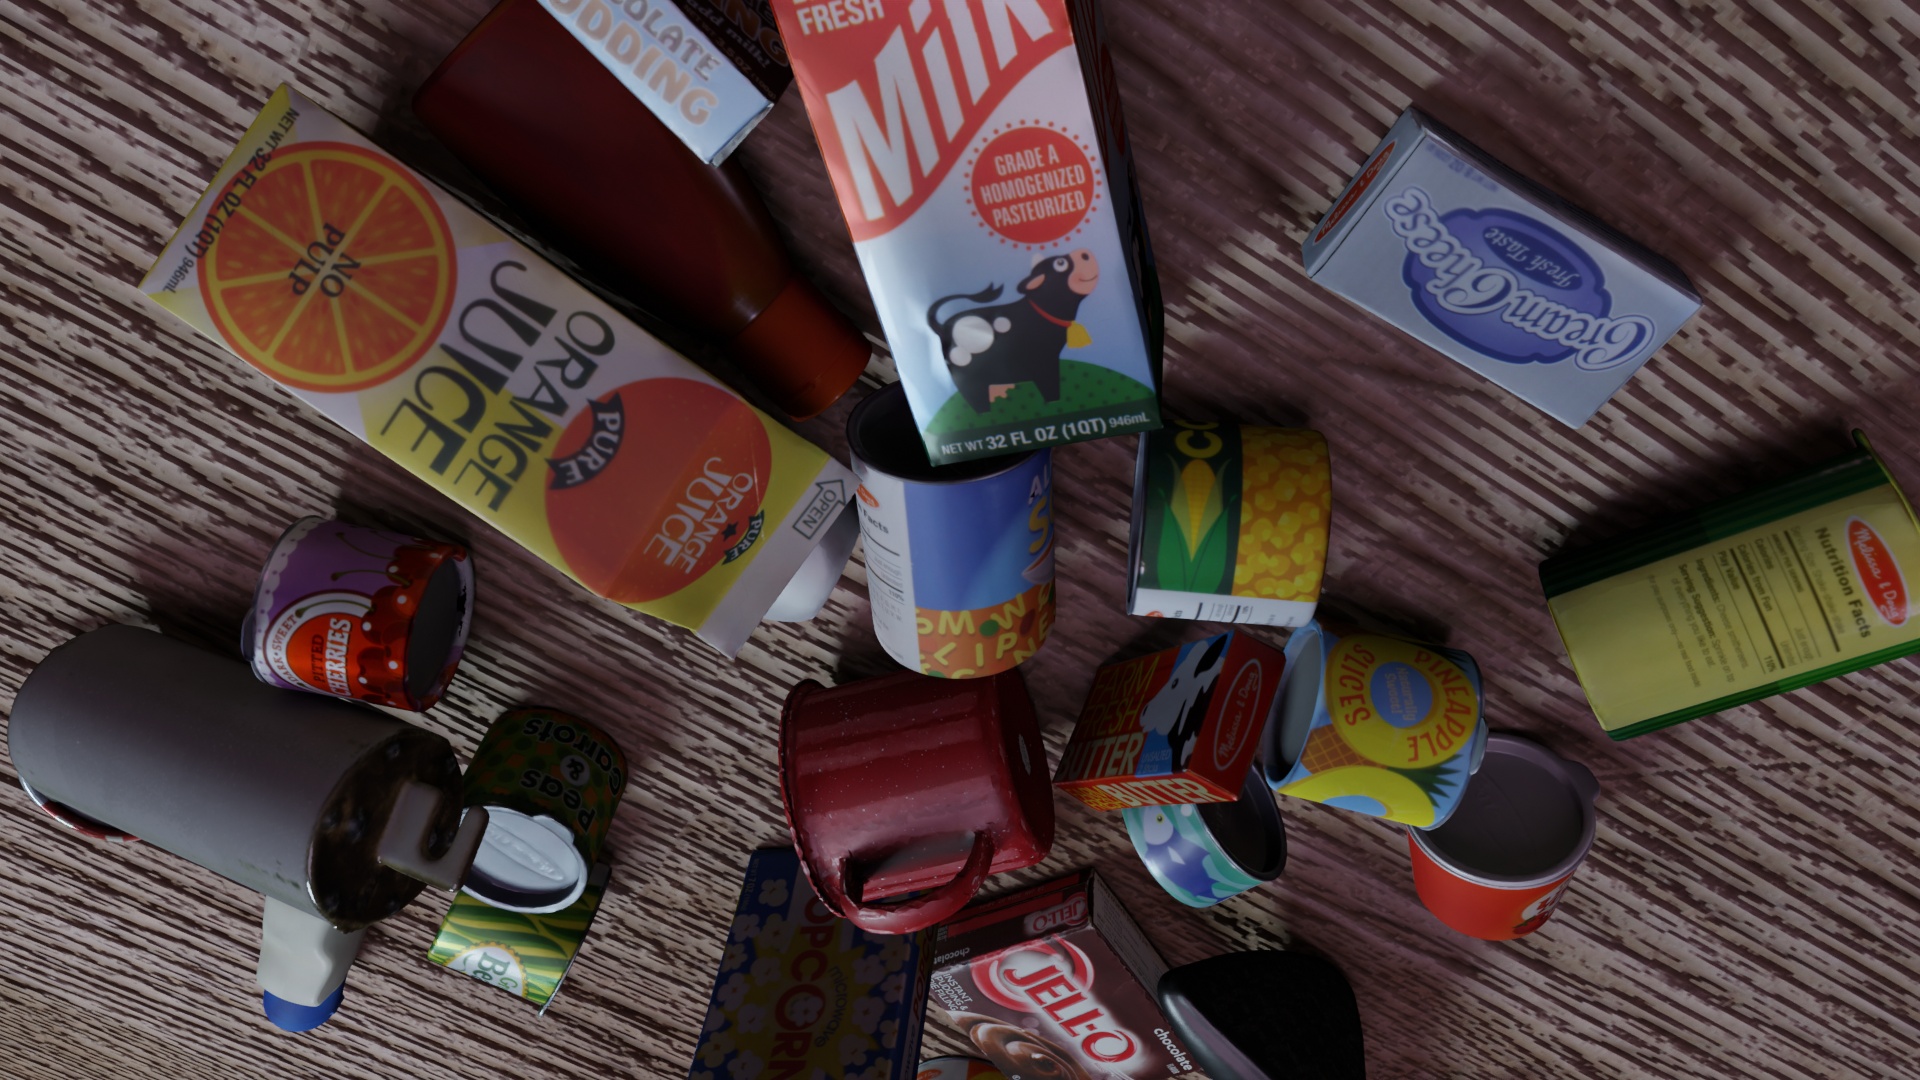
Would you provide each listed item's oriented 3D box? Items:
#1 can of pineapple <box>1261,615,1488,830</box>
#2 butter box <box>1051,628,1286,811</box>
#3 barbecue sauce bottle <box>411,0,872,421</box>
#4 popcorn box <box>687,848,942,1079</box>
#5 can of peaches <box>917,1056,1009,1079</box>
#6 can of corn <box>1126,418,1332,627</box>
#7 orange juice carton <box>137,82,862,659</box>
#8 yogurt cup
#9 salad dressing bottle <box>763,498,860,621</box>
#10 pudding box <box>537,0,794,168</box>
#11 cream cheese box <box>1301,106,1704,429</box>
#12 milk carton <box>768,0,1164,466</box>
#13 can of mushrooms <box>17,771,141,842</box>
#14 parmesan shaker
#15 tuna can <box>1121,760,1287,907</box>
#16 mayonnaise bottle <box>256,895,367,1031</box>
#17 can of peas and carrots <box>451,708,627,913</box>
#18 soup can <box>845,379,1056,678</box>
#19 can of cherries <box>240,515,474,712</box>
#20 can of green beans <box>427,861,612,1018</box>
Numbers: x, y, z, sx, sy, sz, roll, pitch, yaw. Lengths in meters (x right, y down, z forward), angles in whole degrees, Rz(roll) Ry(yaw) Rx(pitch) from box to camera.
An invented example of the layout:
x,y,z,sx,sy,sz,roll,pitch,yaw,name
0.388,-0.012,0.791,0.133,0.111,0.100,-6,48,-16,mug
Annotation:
x,y,z,sx,sy,sz,roll,pitch,yaw,name
0.147,0.064,0.497,0.058,0.071,0.070,14,128,-2,can of pineapple
0.071,0.066,0.491,0.024,0.053,0.103,29,158,-13,butter box
-0.090,-0.098,0.425,0.064,0.044,0.148,-31,118,29,barbecue sauce bottle
-0.058,0.191,0.587,0.085,0.127,0.038,-6,129,13,popcorn box
0.002,0.310,0.711,0.071,0.058,0.071,4,127,6,can of peaches
0.086,-0.009,0.454,0.058,0.071,0.070,5,127,4,can of corn
-0.128,-0.045,0.420,0.192,0.073,0.072,35,90,-7,orange juice carton
0.203,0.116,0.532,0.072,0.073,0.053,-3,134,11,yogurt cup
-0.109,-0.023,0.486,0.147,0.044,0.064,27,122,-11,salad dressing bottle
-0.083,-0.150,0.382,0.030,0.050,0.083,-34,115,30,pudding box
0.161,-0.079,0.414,0.104,0.024,0.053,26,126,-12,cream cheese box
0.003,-0.121,0.375,0.072,0.074,0.189,-9,125,15,milk carton
-0.382,0.104,0.628,0.071,0.034,0.070,4,126,6,can of mushrooms
0.249,0.016,0.449,0.103,0.072,0.071,-23,120,25,parmesan shaker
0.092,0.104,0.537,0.032,0.071,0.071,-35,115,30,tuna can
-0.308,0.187,0.664,0.041,0.065,0.147,26,130,-7,mayonnaise bottle
-0.180,0.113,0.589,0.071,0.059,0.070,4,127,5,can of peas and carrots
0.002,-0.006,0.469,0.071,0.072,0.083,1,128,8,soup can
-0.225,0.030,0.524,0.058,0.072,0.071,12,128,-1,can of cherries
-0.199,0.168,0.628,0.058,0.071,0.071,27,126,-11,can of green beans
